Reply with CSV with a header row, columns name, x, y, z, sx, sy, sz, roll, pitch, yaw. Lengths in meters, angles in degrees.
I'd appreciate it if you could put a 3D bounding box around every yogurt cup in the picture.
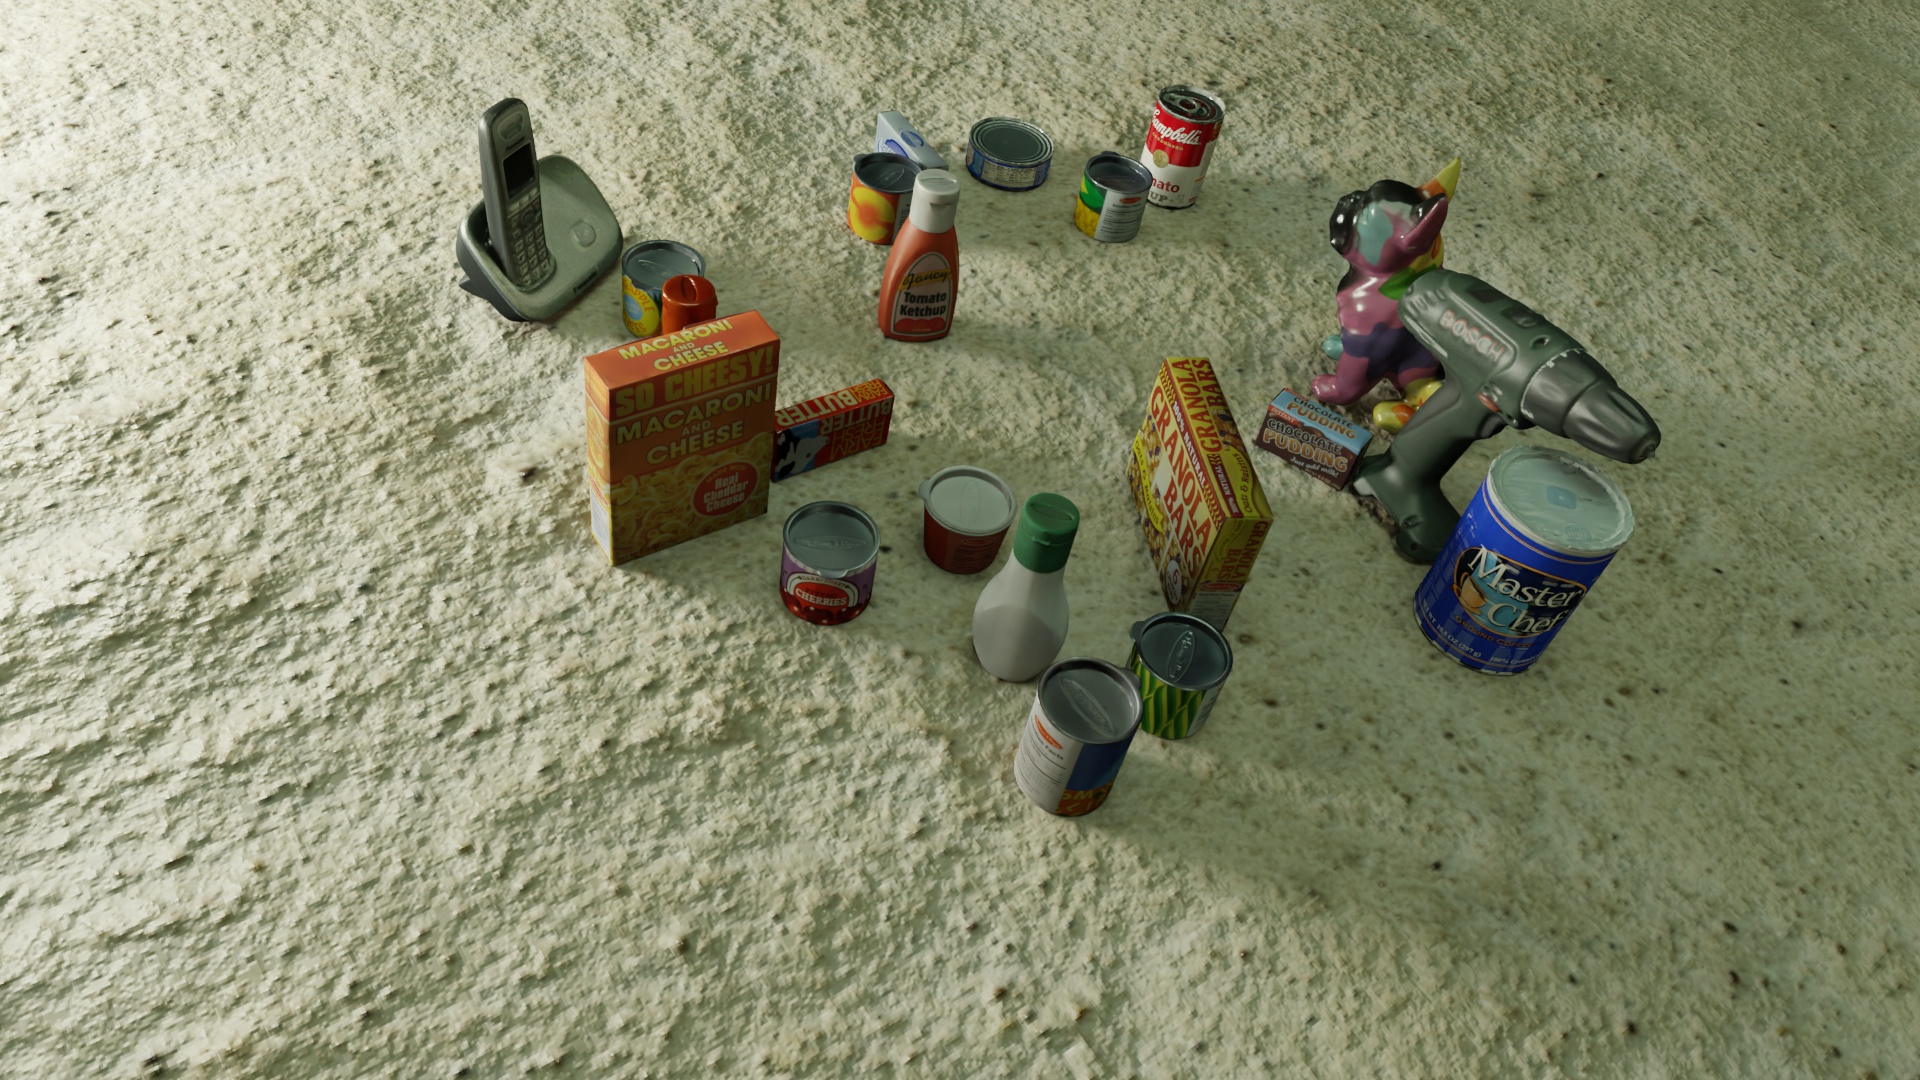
name,x,y,z,sx,sy,sz,roll,pitch,yaw
yogurt cup,0.004,-0.013,1.009,0.072,0.053,0.073,6,46,-6

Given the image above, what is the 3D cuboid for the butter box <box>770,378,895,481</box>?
name,x,y,z,sx,sy,sz,roll,pitch,yaw
butter box,-0.101,-0.085,1.054,0.104,0.052,0.024,-22,55,-29

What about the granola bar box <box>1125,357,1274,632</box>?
name,x,y,z,sx,sy,sz,roll,pitch,yaw
granola bar box,0.170,-0.035,1.017,0.039,0.123,0.166,0,47,-13

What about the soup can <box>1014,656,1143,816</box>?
name,x,y,z,sx,sy,sz,roll,pitch,yaw
soup can,0.075,0.123,0.876,0.071,0.083,0.072,6,46,-6

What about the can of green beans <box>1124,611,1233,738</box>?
name,x,y,z,sx,sy,sz,roll,pitch,yaw
can of green beans,0.144,0.091,0.939,0.071,0.057,0.071,6,46,-6

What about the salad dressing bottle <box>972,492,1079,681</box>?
name,x,y,z,sx,sy,sz,roll,pitch,yaw
salad dressing bottle,0.046,0.032,0.911,0.064,0.146,0.044,19,46,6

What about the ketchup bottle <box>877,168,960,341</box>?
name,x,y,z,sx,sy,sz,roll,pitch,yaw
ketchup bottle,-0.029,-0.233,1.144,0.065,0.148,0.044,-4,48,-16

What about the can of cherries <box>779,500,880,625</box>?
name,x,y,z,sx,sy,sz,roll,pitch,yaw
can of cherries,-0.091,0.018,0.956,0.071,0.058,0.072,6,46,-6

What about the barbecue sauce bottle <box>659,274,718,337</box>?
name,x,y,z,sx,sy,sz,roll,pitch,yaw
barbecue sauce bottle,-0.196,-0.122,1.003,0.044,0.147,0.065,-6,49,-17

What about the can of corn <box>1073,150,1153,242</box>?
name,x,y,z,sx,sy,sz,roll,pitch,yaw
can of corn,0.145,-0.330,1.336,0.071,0.058,0.071,6,46,-6

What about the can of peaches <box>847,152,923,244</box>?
name,x,y,z,sx,sy,sz,roll,pitch,yaw
can of peaches,-0.071,-0.314,1.274,0.071,0.057,0.071,6,46,-6

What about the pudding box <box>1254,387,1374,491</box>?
name,x,y,z,sx,sy,sz,roll,pitch,yaw
pudding box,0.290,-0.084,1.141,0.084,0.049,0.030,33,49,18

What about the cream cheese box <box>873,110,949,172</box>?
name,x,y,z,sx,sy,sz,roll,pitch,yaw
cream cheese box,-0.049,-0.361,1.325,0.024,0.053,0.104,-17,53,-26

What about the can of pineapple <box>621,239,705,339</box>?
name,x,y,z,sx,sy,sz,roll,pitch,yaw
can of pineapple,-0.243,-0.202,1.130,0.071,0.057,0.071,6,46,-6

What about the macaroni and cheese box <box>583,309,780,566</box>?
name,x,y,z,sx,sy,sz,roll,pitch,yaw
macaroni and cheese box,-0.189,-0.068,0.942,0.124,0.165,0.040,-22,55,-29
